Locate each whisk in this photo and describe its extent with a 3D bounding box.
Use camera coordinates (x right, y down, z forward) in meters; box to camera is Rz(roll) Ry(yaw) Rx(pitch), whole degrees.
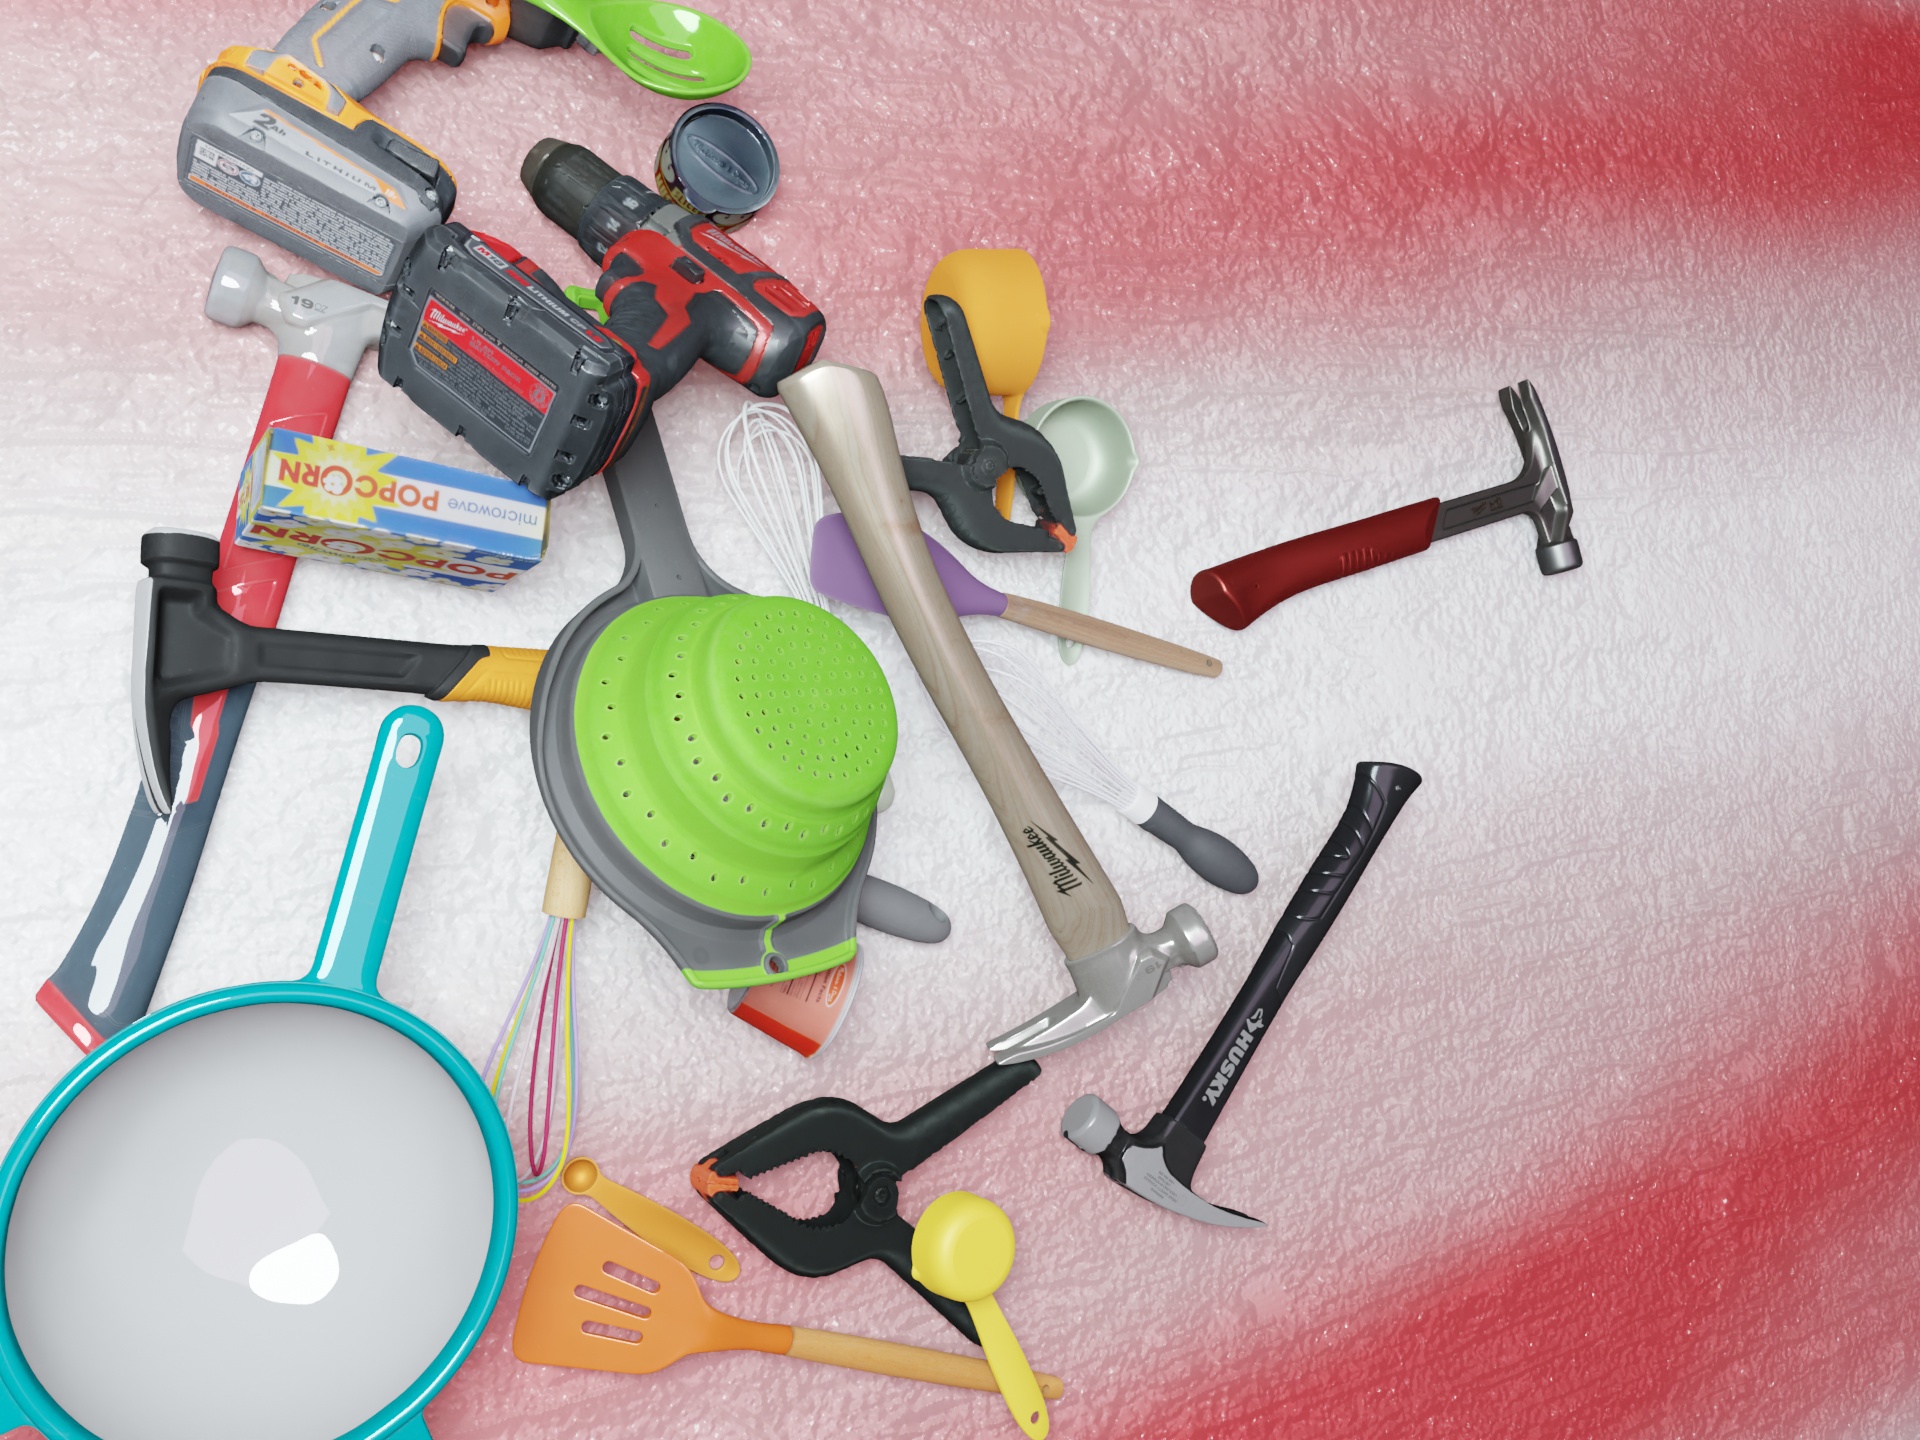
[{"bbox_3d":[0.085,0.035,0.981,0.284,0.070,0.070,35,68,-25],"label":"whisk"},{"bbox_3d":[-0.198,0.119,0.794,0.051,0.047,0.245,11,89,-35],"label":"whisk"},{"bbox_3d":[-0.083,-0.064,0.909,0.058,0.059,0.246,-16,95,10],"label":"whisk"},{"bbox_3d":[-0.103,0.078,0.877,0.238,0.055,0.055,26,71,-28],"label":"whisk"}]

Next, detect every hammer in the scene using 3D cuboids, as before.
[{"bbox_3d":[-0.001,-0.003,0.884,0.146,0.038,0.410,-29,105,-7],"label":"hammer"},{"bbox_3d":[0.307,-0.141,1.134,0.359,0.037,0.149,-18,91,-30],"label":"hammer"},{"bbox_3d":[0.205,0.163,1.016,0.146,0.035,0.335,41,72,-18],"label":"hammer"},{"bbox_3d":[-0.229,-0.014,0.798,0.336,0.034,0.127,4,84,-37],"label":"hammer"},{"bbox_3d":[-0.338,-0.029,0.766,0.143,0.038,0.386,18,74,-27],"label":"hammer"}]

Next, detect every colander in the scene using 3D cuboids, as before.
[{"bbox_3d":[-0.124,-0.069,0.806,0.204,0.094,0.397,-4,69,-45],"label":"colander"}]

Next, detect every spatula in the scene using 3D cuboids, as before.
[{"bbox_3d":[-0.077,0.336,0.862,0.322,0.041,0.081,23,80,-29],"label":"spatula"},{"bbox_3d":[0.044,-0.067,0.967,0.315,0.018,0.060,14,73,-34],"label":"spatula"}]

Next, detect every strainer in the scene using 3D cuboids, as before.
[{"bbox_3d":[-0.301,0.160,0.723,0.210,0.095,0.340,19,75,-27],"label":"strainer"}]

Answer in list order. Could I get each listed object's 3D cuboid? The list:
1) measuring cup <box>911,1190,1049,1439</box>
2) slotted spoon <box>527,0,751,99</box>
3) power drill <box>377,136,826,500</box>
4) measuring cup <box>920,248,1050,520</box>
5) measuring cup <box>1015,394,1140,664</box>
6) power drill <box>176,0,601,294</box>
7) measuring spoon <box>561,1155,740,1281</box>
[{"bbox_3d":[0.023,0.334,0.879,0.062,0.029,0.156,-28,100,-32],"label":"measuring cup"},{"bbox_3d":[-0.253,-0.381,0.784,0.313,0.031,0.070,17,54,-25],"label":"slotted spoon"},{"bbox_3d":[-0.188,-0.216,0.799,0.188,0.080,0.227,38,34,2],"label":"power drill"},{"bbox_3d":[0.009,-0.198,0.965,0.052,0.095,0.173,-3,102,-24],"label":"measuring cup"},{"bbox_3d":[0.066,-0.120,1.007,0.083,0.038,0.167,-1,100,-26],"label":"measuring cup"},{"bbox_3d":[-0.280,-0.336,0.812,0.164,0.084,0.227,25,63,-23],"label":"power drill"},{"bbox_3d":[-0.162,0.263,0.836,0.116,0.011,0.021,41,78,-21],"label":"measuring spoon"}]
